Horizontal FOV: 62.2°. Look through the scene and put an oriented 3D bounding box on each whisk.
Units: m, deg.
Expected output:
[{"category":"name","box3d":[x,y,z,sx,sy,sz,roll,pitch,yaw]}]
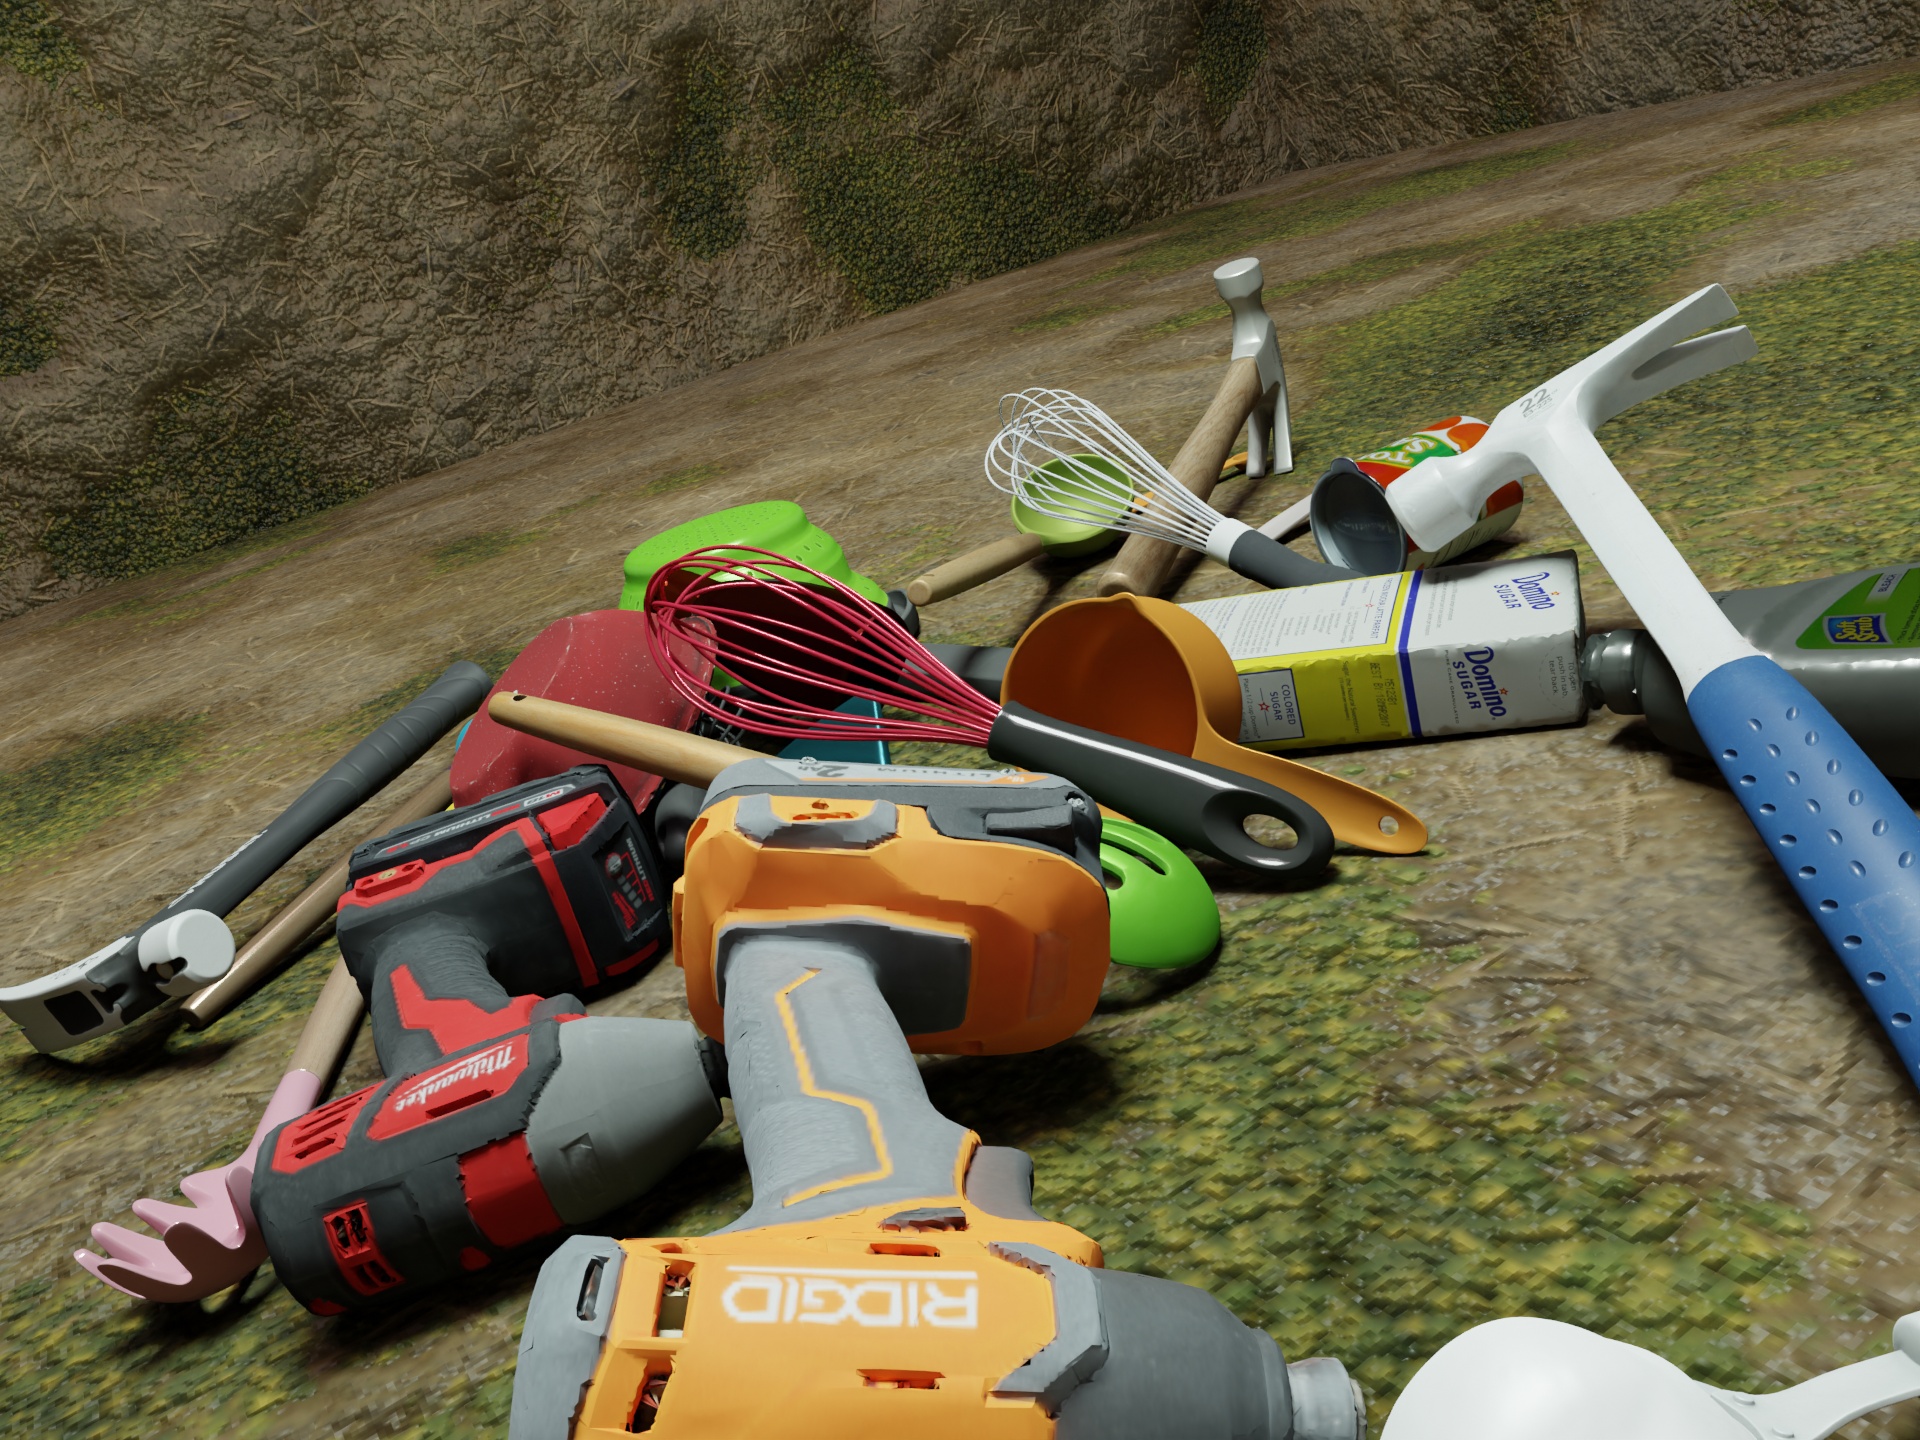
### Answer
[{"category":"whisk","box3d":[-0.001,-0.002,0.599,0.296,0.073,0.073,21,35,23]},{"category":"whisk","box3d":[0.113,-0.099,0.794,0.070,0.070,0.285,-28,44,-28]},{"category":"whisk","box3d":[-0.122,0.021,0.729,0.055,0.055,0.239,-18,16,-4]}]

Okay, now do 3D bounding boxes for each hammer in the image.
[{"category":"hammer","box3d":[0.145,-0.154,0.951,0.031,0.130,0.331,-5,34,30]},{"category":"hammer","box3d":[0.231,-0.020,0.476,0.144,0.035,0.406,-36,25,22]},{"category":"hammer","box3d":[-0.333,0.051,0.803,0.146,0.035,0.335,-23,18,23]}]

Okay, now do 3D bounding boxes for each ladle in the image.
[{"category":"ladle","box3d":[0.031,-0.106,0.884,0.078,0.062,0.320,3,14,19]}]

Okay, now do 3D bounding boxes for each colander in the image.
[{"category":"colander","box3d":[-0.079,-0.065,0.885,0.204,0.094,0.397,-32,24,-36]}]

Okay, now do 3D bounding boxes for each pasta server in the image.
[{"category":"pasta server","box3d":[-0.251,0.121,0.610,0.060,0.040,0.316,-28,19,0]}]

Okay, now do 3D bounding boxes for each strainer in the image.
[{"category":"strainer","box3d":[0.170,0.116,0.288,0.258,0.050,0.087,-15,5,-4]}]

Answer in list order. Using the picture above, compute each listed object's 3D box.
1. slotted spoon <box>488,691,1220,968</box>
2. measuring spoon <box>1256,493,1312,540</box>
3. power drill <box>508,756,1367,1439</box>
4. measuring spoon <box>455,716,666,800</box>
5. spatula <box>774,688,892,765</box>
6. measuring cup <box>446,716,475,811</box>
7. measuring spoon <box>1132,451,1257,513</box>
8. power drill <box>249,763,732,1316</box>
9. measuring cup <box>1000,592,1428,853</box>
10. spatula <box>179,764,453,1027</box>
[{"category":"slotted spoon","box3d":[-0.054,0.027,0.577,0.314,0.031,0.070,14,29,27]},{"category":"measuring spoon","box3d":[0.203,-0.118,0.928,0.124,0.018,0.034,-34,25,-23]},{"category":"power drill","box3d":[-0.004,0.097,0.384,0.164,0.084,0.227,3,28,-2]},{"category":"measuring spoon","box3d":[-0.197,0.017,0.805,0.128,0.021,0.042,12,40,14]},{"category":"spatula","box3d":[-0.054,0.082,0.549,0.082,0.044,0.318,-37,18,13]},{"category":"measuring cup","box3d":[-0.271,0.025,0.893,0.062,0.029,0.157,-13,18,11]},{"category":"measuring spoon","box3d":[0.152,-0.156,1.076,0.117,0.011,0.021,-25,21,-12]},{"category":"power drill","box3d":[-0.149,0.097,0.541,0.143,0.078,0.220,-19,23,-7]},{"category":"measuring cup","box3d":[0.099,0.009,0.598,0.174,0.095,0.052,23,19,29]},{"category":"spatula","box3d":[-0.275,0.046,0.810,0.060,0.018,0.316,-31,15,38]}]
